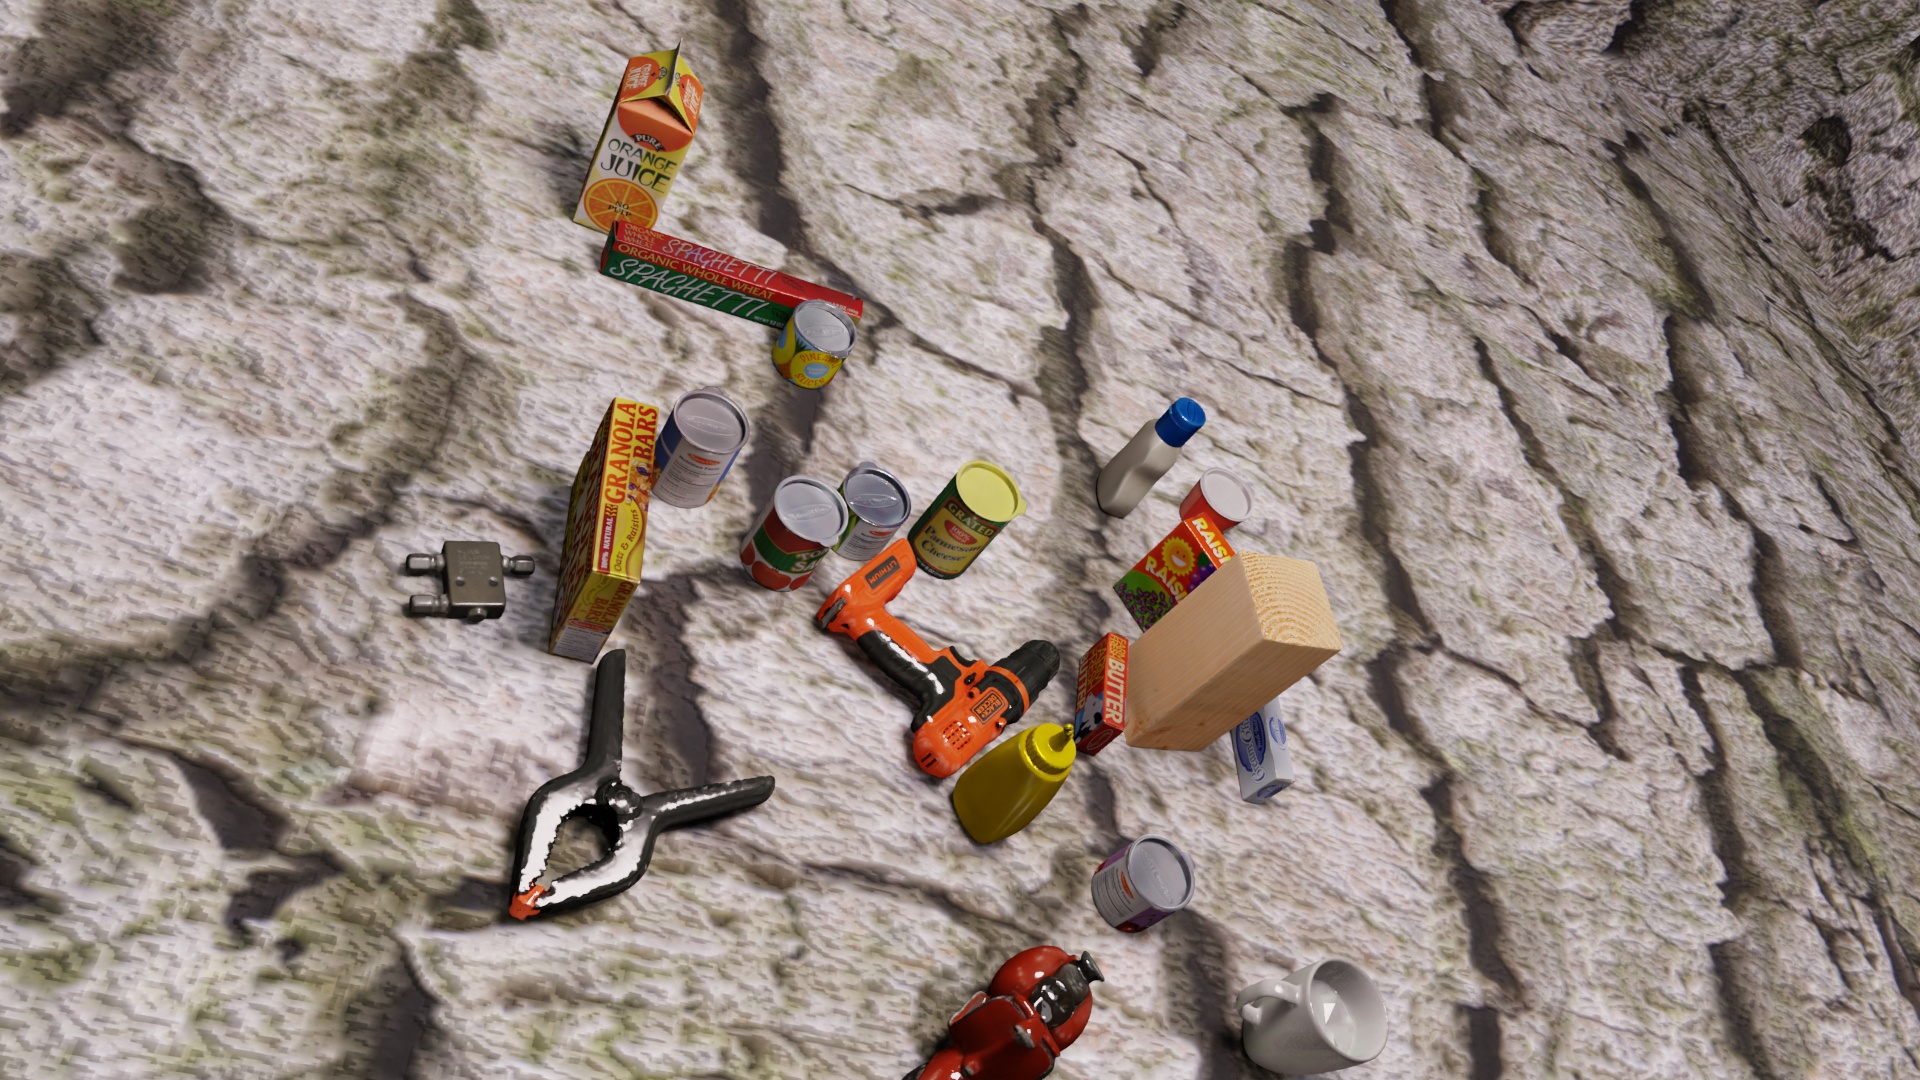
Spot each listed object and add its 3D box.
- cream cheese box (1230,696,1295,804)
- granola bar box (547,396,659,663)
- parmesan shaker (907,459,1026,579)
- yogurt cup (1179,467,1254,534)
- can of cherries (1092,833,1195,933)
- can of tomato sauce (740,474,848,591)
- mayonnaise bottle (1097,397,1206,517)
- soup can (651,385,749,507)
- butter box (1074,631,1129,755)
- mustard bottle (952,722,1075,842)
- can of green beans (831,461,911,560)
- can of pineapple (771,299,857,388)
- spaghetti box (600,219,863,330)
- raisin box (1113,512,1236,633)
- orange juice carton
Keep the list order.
[{"bbox_3d":[0.285,0.193,1.321,0.024,0.053,0.104,15,50,-23],"label":"cream cheese box"},{"bbox_3d":[-0.273,-0.009,1.062,0.039,0.123,0.166,15,50,-24],"label":"granola bar box"},{"bbox_3d":[0.005,-0.016,1.264,0.071,0.102,0.071,18,49,-21],"label":"parmesan shaker"},{"bbox_3d":[0.272,-0.036,1.489,0.072,0.053,0.073,18,49,-21],"label":"yogurt cup"},{"bbox_3d":[0.154,0.287,1.160,0.071,0.058,0.072,18,49,-21],"label":"can of cherries"},{"bbox_3d":[-0.140,-0.004,1.174,0.071,0.082,0.071,18,49,-21],"label":"can of tomato sauce"},{"bbox_3d":[0.192,-0.087,1.409,0.041,0.147,0.065,21,48,-18],"label":"mayonnaise bottle"},{"bbox_3d":[-0.224,-0.079,1.177,0.071,0.083,0.072,18,49,-21],"label":"soup can"},{"bbox_3d":[0.128,0.138,1.262,0.024,0.053,0.104,24,47,-16],"label":"butter box"},{"bbox_3d":[0.051,0.184,1.100,0.049,0.159,0.065,-15,66,-40],"label":"mustard bottle"},{"bbox_3d":[-0.086,-0.024,1.243,0.071,0.057,0.071,18,49,-21],"label":"can of green beans"},{"bbox_3d":[-0.140,-0.186,1.332,0.071,0.057,0.071,18,49,-21],"label":"can of pineapple"},{"bbox_3d":[-0.217,-0.244,1.332,0.250,0.050,0.029,15,50,-24],"label":"spaghetti box"},{"bbox_3d":[0.215,0.042,1.342,0.040,0.122,0.086,-18,68,-41],"label":"raisin box"},{"bbox_3d":[-0.291,-0.369,1.279,0.073,0.191,0.072,18,49,-21],"label":"orange juice carton"}]
